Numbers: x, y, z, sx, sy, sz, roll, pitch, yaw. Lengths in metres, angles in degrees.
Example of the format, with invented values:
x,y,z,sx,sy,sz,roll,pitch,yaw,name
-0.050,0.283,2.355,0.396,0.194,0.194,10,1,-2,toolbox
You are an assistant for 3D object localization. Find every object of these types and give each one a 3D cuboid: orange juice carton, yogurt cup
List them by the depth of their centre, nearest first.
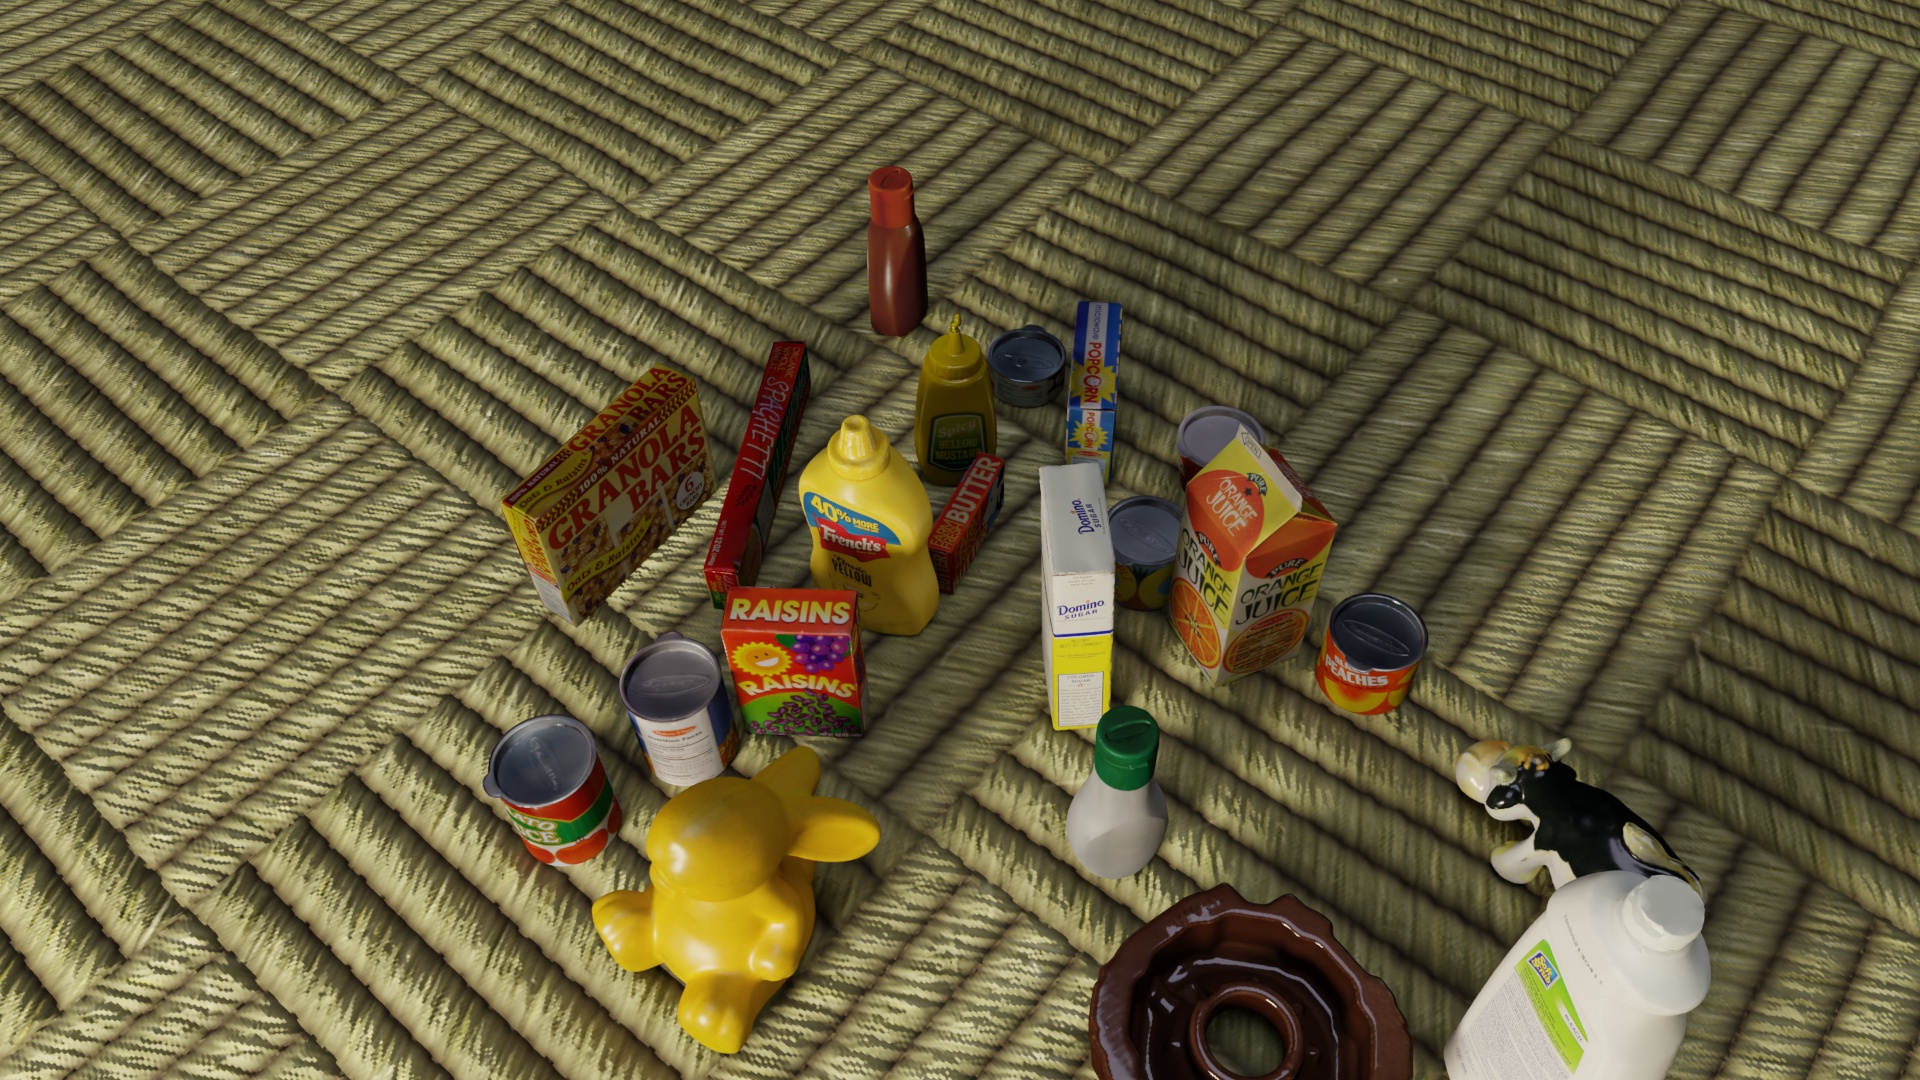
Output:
x,y,z,sx,sy,sz,roll,pitch,yaw,name
0.195,0.010,0.937,0.073,0.191,0.072,-20,53,-14,orange juice carton
0.202,-0.064,1.088,0.072,0.053,0.073,-1,50,1,yogurt cup

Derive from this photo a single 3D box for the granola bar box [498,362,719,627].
x,y,z,sx,sy,sz,roll,pitch,yaw,name
-0.254,-0.035,1.028,0.039,0.123,0.166,26,56,21,granola bar box

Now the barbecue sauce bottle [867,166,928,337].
x,y,z,sx,sy,sz,roll,pitch,yaw,name
-0.055,-0.247,1.184,0.044,0.147,0.065,20,54,17,barbecue sauce bottle

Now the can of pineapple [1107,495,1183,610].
x,y,z,sx,sy,sz,roll,pitch,yaw,name
0.134,0.010,1.025,0.071,0.057,0.071,-1,50,1,can of pineapple

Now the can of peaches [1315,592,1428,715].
x,y,z,sx,sy,sz,roll,pitch,yaw,name
0.283,0.081,0.963,0.071,0.057,0.071,-1,50,1,can of peaches

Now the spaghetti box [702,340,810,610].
x,y,z,sx,sy,sz,roll,pitch,yaw,name
-0.156,-0.057,1.092,0.029,0.050,0.251,5,51,5,spaghetti box

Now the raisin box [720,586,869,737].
x,y,z,sx,sy,sz,roll,pitch,yaw,name
-0.107,0.082,0.928,0.086,0.122,0.040,2,51,3,raisin box

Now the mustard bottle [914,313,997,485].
x,y,z,sx,sy,sz,roll,pitch,yaw,name
-0.005,-0.109,1.061,0.065,0.159,0.049,-6,51,-3,mustard bottle

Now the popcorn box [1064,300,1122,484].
x,y,z,sx,sy,sz,roll,pitch,yaw,name
0.107,-0.120,1.116,0.038,0.084,0.127,5,51,5,popcorn box

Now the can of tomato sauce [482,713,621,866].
x,y,z,sx,sy,sz,roll,pitch,yaw,name
-0.260,0.163,0.891,0.071,0.082,0.071,-1,50,1,can of tomato sauce

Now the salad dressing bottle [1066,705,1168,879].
x,y,z,sx,sy,sz,roll,pitch,yaw,name
0.098,0.155,0.848,0.064,0.146,0.044,-14,52,-10,salad dressing bottle

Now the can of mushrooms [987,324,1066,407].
x,y,z,sx,sy,sz,roll,pitch,yaw,name
0.056,-0.147,1.173,0.071,0.033,0.071,-1,50,1,can of mushrooms

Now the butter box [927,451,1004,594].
x,y,z,sx,sy,sz,roll,pitch,yaw,name
0.004,-0.013,1.050,0.024,0.052,0.104,19,53,16,butter box

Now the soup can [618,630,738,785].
x,y,z,sx,sy,sz,roll,pitch,yaw,name
-0.187,0.113,0.930,0.071,0.083,0.072,-1,50,1,soup can
